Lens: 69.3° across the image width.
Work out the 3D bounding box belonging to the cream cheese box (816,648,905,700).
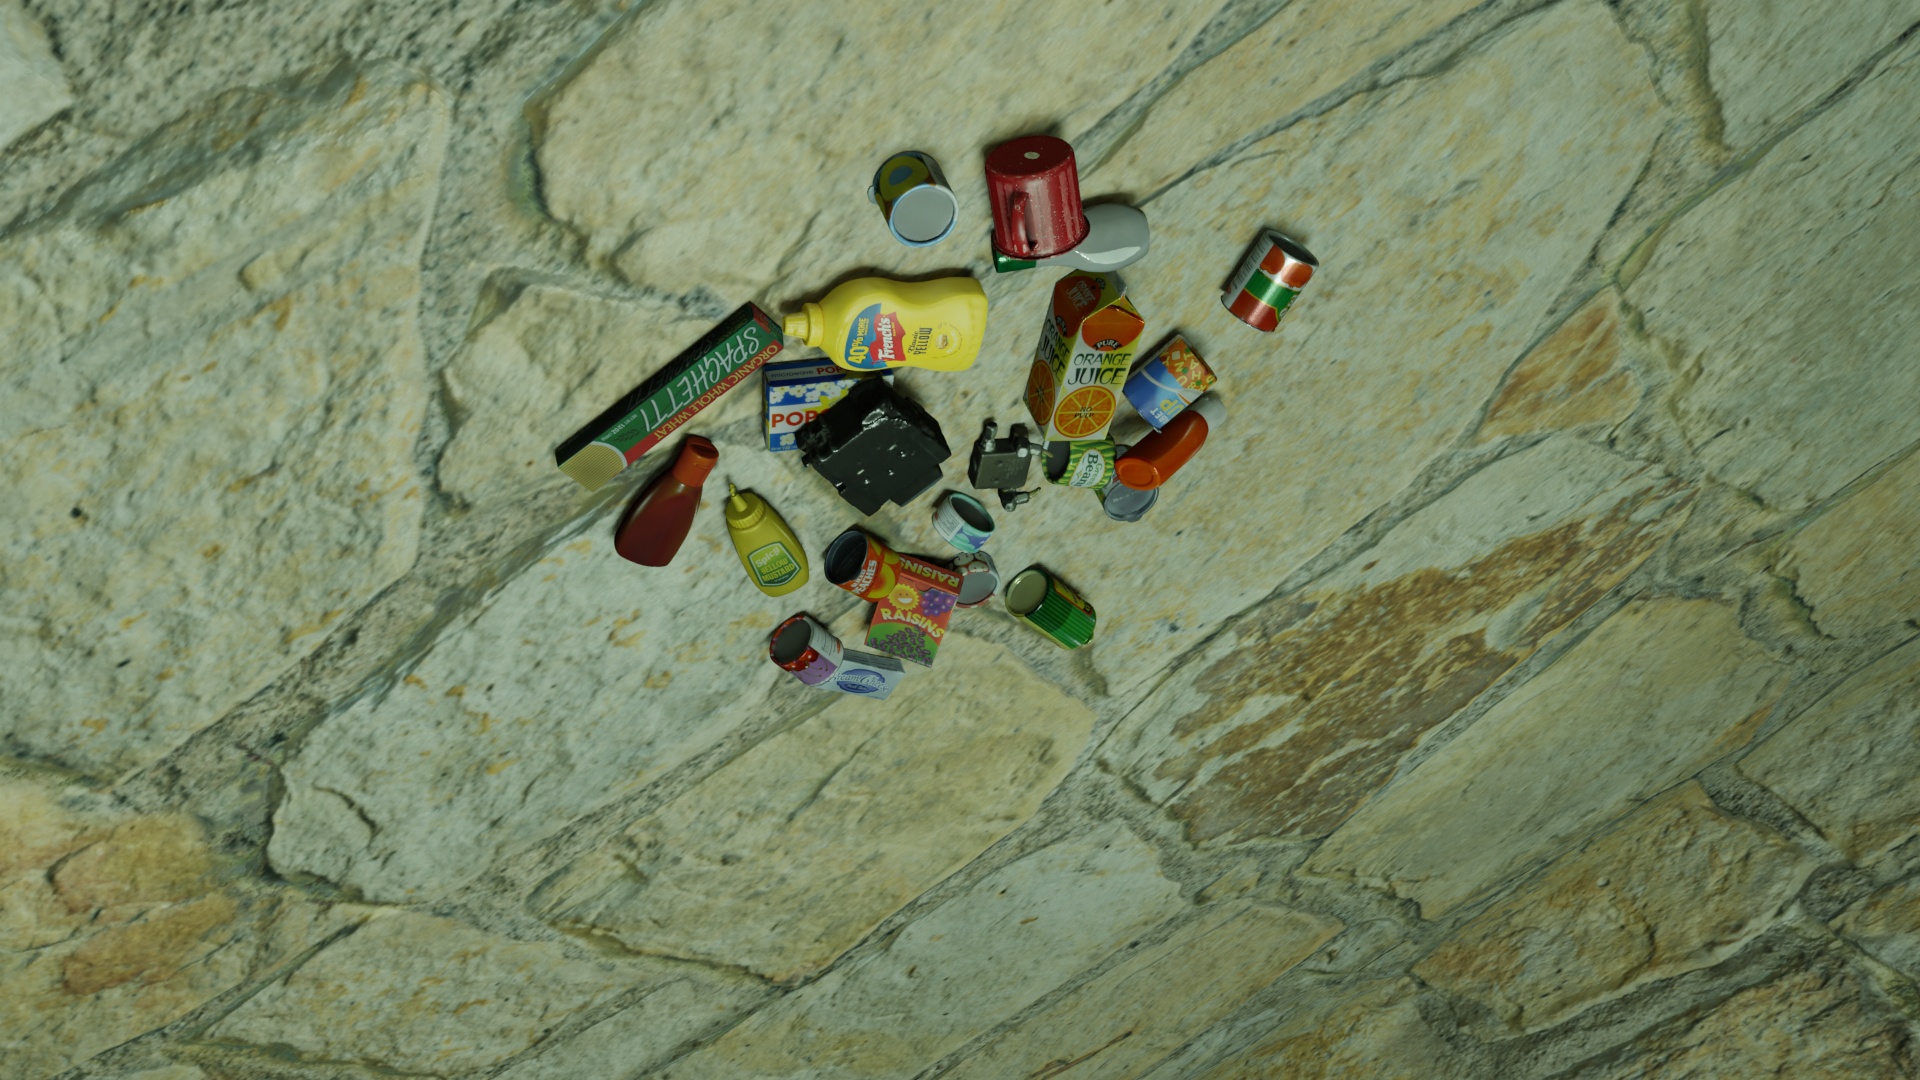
[{"bbox_3d":[-0.124,0.162,1.692,0.104,0.024,0.053,15,124,-34],"label":"cream cheese box"}]

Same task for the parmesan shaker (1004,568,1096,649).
[{"bbox_3d":[0.111,0.084,1.680,0.071,0.071,0.103,-39,135,16],"label":"parmesan shaker"}]

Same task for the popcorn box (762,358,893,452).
[{"bbox_3d":[-0.133,-0.137,1.382,0.127,0.038,0.084,-8,135,-16],"label":"popcorn box"}]

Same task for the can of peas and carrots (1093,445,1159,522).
[{"bbox_3d":[0.184,-0.064,1.575,0.071,0.059,0.070,-12,137,-12],"label":"can of peas and carrots"}]

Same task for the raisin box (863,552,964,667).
[{"bbox_3d":[-0.055,0.081,1.607,0.086,0.040,0.122,20,127,-1],"label":"raisin box"}]

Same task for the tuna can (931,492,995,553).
[{"bbox_3d":[0.005,-0.019,1.538,0.071,0.071,0.032,20,122,-36],"label":"tuna can"}]

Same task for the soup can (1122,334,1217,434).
[{"bbox_3d":[0.223,-0.167,1.481,0.083,0.071,0.071,-40,134,17],"label":"soup can"}]

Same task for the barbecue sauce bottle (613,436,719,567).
[{"bbox_3d":[-0.293,-0.039,1.408,0.065,0.044,0.148,16,124,-34],"label":"barbecue sauce bottle"}]

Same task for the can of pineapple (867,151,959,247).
[{"bbox_3d":[-0.041,-0.303,1.243,0.071,0.058,0.070,-12,136,-12],"label":"can of pineapple"}]

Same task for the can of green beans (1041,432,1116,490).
[{"bbox_3d":[0.129,-0.091,1.519,0.058,0.071,0.071,5,130,-27],"label":"can of green beans"}]

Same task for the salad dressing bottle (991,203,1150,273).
[{"bbox_3d":[0.104,-0.284,1.327,0.148,0.064,0.044,-9,179,-5],"label":"salad dressing bottle"}]

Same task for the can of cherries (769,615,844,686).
[{"bbox_3d":[-0.180,0.129,1.605,0.071,0.072,0.058,-35,136,13],"label":"can of cherries"}]

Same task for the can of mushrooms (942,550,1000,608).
[{"bbox_3d":[0.010,0.047,1.629,0.071,0.033,0.070,-13,137,-12],"label":"can of mushrooms"}]

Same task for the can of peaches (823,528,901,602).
[{"bbox_3d":[-0.107,0.030,1.535,0.071,0.071,0.058,-41,135,18],"label":"can of peaches"}]

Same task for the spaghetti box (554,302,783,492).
[{"bbox_3d":[-0.279,-0.135,1.329,0.249,0.029,0.050,-35,137,12],"label":"spaghetti box"}]

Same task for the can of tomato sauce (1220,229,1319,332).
[{"bbox_3d":[0.319,-0.265,1.426,0.071,0.071,0.082,11,127,-31],"label":"can of tomato sauce"}]

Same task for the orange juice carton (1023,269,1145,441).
[{"bbox_3d":[0.128,-0.197,1.410,0.073,0.072,0.191,-3,134,-21],"label":"orange juice carton"}]

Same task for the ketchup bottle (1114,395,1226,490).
[{"bbox_3d":[0.235,-0.109,1.515,0.149,0.064,0.043,-39,117,-33],"label":"ketchup bottle"}]

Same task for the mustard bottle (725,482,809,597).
[{"bbox_3d":[-0.213,-0.004,1.471,0.065,0.049,0.159,-26,137,0],"label":"mustard bottle"}]
